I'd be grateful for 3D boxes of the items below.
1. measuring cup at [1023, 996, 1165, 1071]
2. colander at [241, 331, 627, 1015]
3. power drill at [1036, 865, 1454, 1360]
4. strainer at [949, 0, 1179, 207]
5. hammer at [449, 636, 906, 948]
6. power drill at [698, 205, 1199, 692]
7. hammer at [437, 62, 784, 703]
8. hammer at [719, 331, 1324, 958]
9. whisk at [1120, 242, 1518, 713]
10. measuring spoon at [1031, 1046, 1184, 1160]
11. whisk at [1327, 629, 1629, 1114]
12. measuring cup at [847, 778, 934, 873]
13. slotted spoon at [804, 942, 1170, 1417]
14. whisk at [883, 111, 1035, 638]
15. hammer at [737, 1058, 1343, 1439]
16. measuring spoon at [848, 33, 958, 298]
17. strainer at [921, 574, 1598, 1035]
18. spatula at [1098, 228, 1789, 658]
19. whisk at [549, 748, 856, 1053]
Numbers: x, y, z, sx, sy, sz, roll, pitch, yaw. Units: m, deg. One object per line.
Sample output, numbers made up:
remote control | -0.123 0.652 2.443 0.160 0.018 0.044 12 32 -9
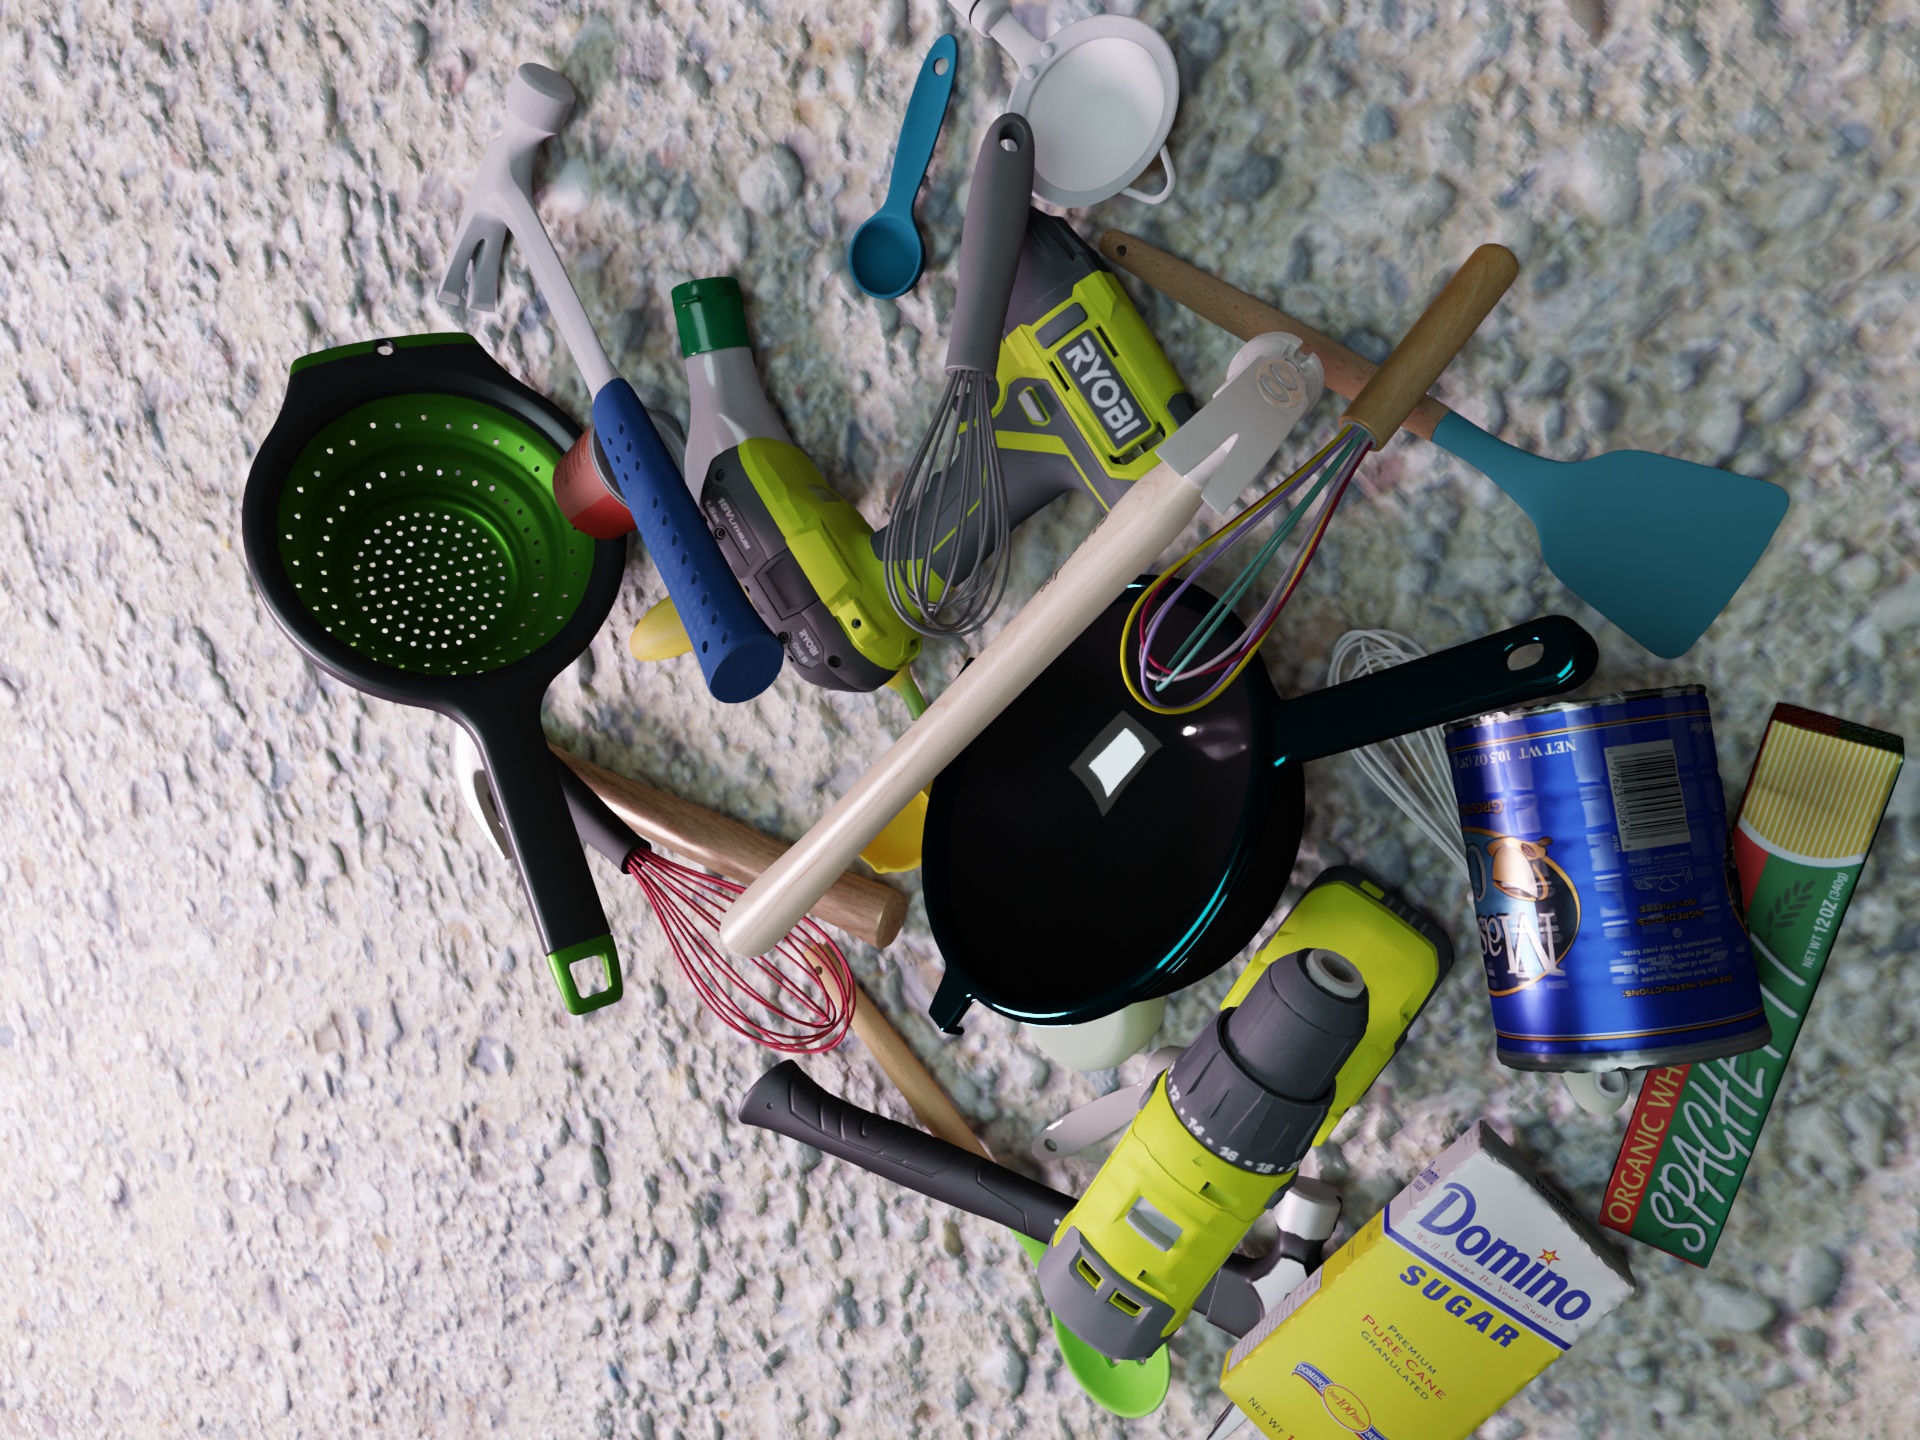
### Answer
measuring cup | 0.095 0.123 0.806 0.167 0.038 0.083 -39 83 34
colander | -0.275 -0.021 0.910 0.094 0.204 0.397 -35 73 63
power drill | 0.135 0.146 0.677 0.080 0.228 0.190 36 118 17
strainer | 0.021 -0.321 0.734 0.087 0.050 0.258 -45 73 20
hammer | -0.179 0.061 0.953 0.331 0.031 0.130 21 112 24
power drill | -0.007 -0.129 0.764 0.223 0.080 0.171 -33 86 18
hammer | -0.182 -0.165 0.806 0.144 0.035 0.406 -53 51 32
hammer | -0.001 -0.002 0.707 0.038 0.146 0.410 43 125 -1
whisk | 0.147 -0.102 0.645 0.047 0.051 0.245 38 82 12
measuring spoon | 0.080 0.212 0.851 0.124 0.018 0.034 -38 83 32
whisk | 0.234 0.068 0.714 0.246 0.058 0.059 61 157 -1
measuring cup | 0.012 0.066 0.854 0.156 0.029 0.062 18 112 12
slotted spoon | 0.011 0.251 0.897 0.314 0.031 0.070 51 119 11
whisk | 0.007 -0.152 0.695 0.055 0.055 0.239 5 83 29
hammer | 0.026 0.264 0.859 0.335 0.035 0.146 16 98 22
measuring spoon | -0.020 -0.271 0.787 0.042 0.021 0.128 24 104 24
strainer | 0.128 0.029 0.696 0.340 0.095 0.211 -21 55 42
spatula | 0.190 -0.140 0.695 0.318 0.044 0.082 37 119 22
whisk | -0.173 0.090 0.908 0.296 0.073 0.073 36 118 24
